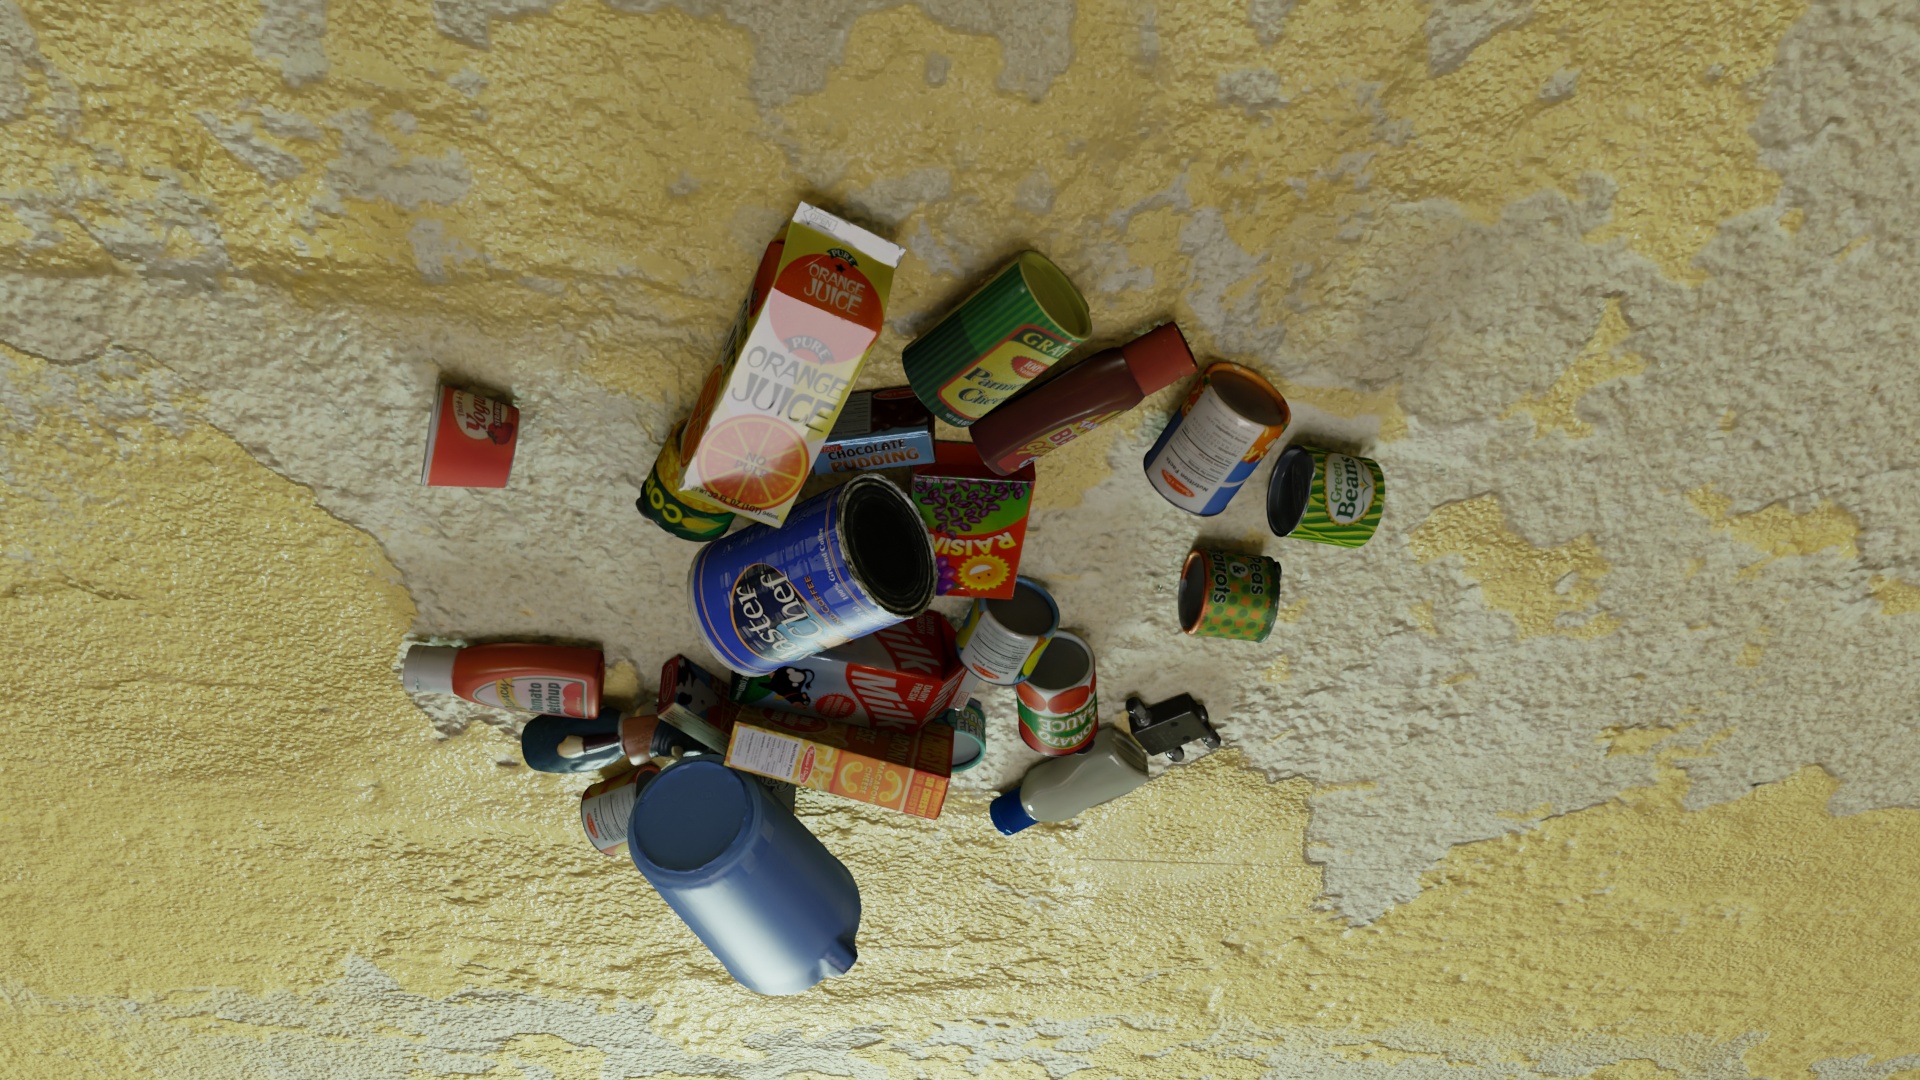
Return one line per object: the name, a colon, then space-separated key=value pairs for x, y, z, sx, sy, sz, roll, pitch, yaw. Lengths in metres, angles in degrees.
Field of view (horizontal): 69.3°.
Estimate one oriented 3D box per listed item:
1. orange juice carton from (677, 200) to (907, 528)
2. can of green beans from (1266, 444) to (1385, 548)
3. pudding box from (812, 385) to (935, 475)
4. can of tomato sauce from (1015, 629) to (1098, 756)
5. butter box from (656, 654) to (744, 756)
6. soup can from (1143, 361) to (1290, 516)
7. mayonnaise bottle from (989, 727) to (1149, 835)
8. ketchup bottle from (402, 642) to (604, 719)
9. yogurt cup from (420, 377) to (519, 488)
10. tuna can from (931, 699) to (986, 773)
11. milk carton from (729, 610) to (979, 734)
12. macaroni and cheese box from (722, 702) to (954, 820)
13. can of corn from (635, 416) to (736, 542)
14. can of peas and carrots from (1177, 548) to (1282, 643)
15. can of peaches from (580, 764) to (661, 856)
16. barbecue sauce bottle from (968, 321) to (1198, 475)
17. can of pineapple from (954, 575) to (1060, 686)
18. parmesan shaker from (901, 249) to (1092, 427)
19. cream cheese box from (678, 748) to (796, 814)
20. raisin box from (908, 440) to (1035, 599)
orange juice carton: x=-0.105 y=-0.111 z=0.854 sx=0.072 sy=0.073 sz=0.191 roll=20 pitch=117 yaw=-21
can of green beans: x=0.255 y=-0.030 z=0.971 sx=0.058 sy=0.071 sz=0.070 roll=9 pitch=134 yaw=-12
pudding box: x=-0.059 y=-0.074 z=0.925 sx=0.084 sy=0.050 sz=0.030 roll=-6 pitch=137 yaw=4
can of tomato sauce: x=0.078 y=0.124 z=1.116 sx=0.071 sy=0.071 sz=0.082 roll=-5 pitch=135 yaw=3
butter box: x=-0.201 y=0.141 z=1.134 sx=0.024 sy=0.053 sz=0.103 roll=-33 pitch=128 yaw=24
soup can: x=0.172 y=-0.069 z=0.932 sx=0.071 sy=0.072 sz=0.083 roll=16 pitch=132 yaw=-18
mayonnaise bottle: x=0.092 y=0.219 z=1.234 sx=0.147 sy=0.041 sz=0.064 roll=-32 pitch=127 yaw=28
ketchup bottle: x=-0.360 y=0.107 z=1.100 sx=0.149 sy=0.044 sz=0.064 roll=7 pitch=135 yaw=-8
yogurt cup: x=-0.322 y=-0.065 z=0.914 sx=0.054 sy=0.073 sz=0.072 roll=9 pitch=135 yaw=-22
tuna can: x=-0.009 y=0.166 z=1.181 sx=0.071 sy=0.033 sz=0.070 roll=-1 pitch=136 yaw=-1
milk carton: x=-0.076 y=0.094 z=1.077 sx=0.191 sy=0.074 sz=0.072 roll=12 pitch=133 yaw=-15
macaroni and cheese box: x=-0.091 y=0.161 z=1.089 sx=0.166 sy=0.124 sz=0.040 roll=16 pitch=101 yaw=-2
can of corn: x=-0.177 y=-0.042 z=0.939 sx=0.071 sy=0.071 sz=0.058 roll=20 pitch=130 yaw=-21
can of peas and carrots: x=0.200 y=0.040 z=1.039 sx=0.059 sy=0.071 sz=0.070 roll=6 pitch=135 yaw=-8
can of peaches: x=-0.288 y=0.235 z=1.219 sx=0.058 sy=0.071 sz=0.071 roll=-22 pitch=132 yaw=18
barbecue sauce bottle: x=0.081 y=-0.094 z=0.908 sx=0.148 sy=0.044 sz=0.065 roll=-27 pitch=171 yaw=15
can of pineapple: x=0.036 y=0.067 z=1.062 sx=0.071 sy=0.071 sz=0.057 roll=13 pitch=133 yaw=-15
parmesan shaker: x=0.024 y=-0.124 z=0.869 sx=0.102 sy=0.072 sz=0.071 roll=-35 pitch=127 yaw=29
cream cheese box: x=-0.193 y=0.207 z=1.201 sx=0.104 sy=0.054 sz=0.024 roll=18 pitch=136 yaw=-19
raisin box: x=0.004 y=-0.013 z=0.998 sx=0.086 sy=0.040 sz=0.122 roll=3 pitch=136 yaw=-6
